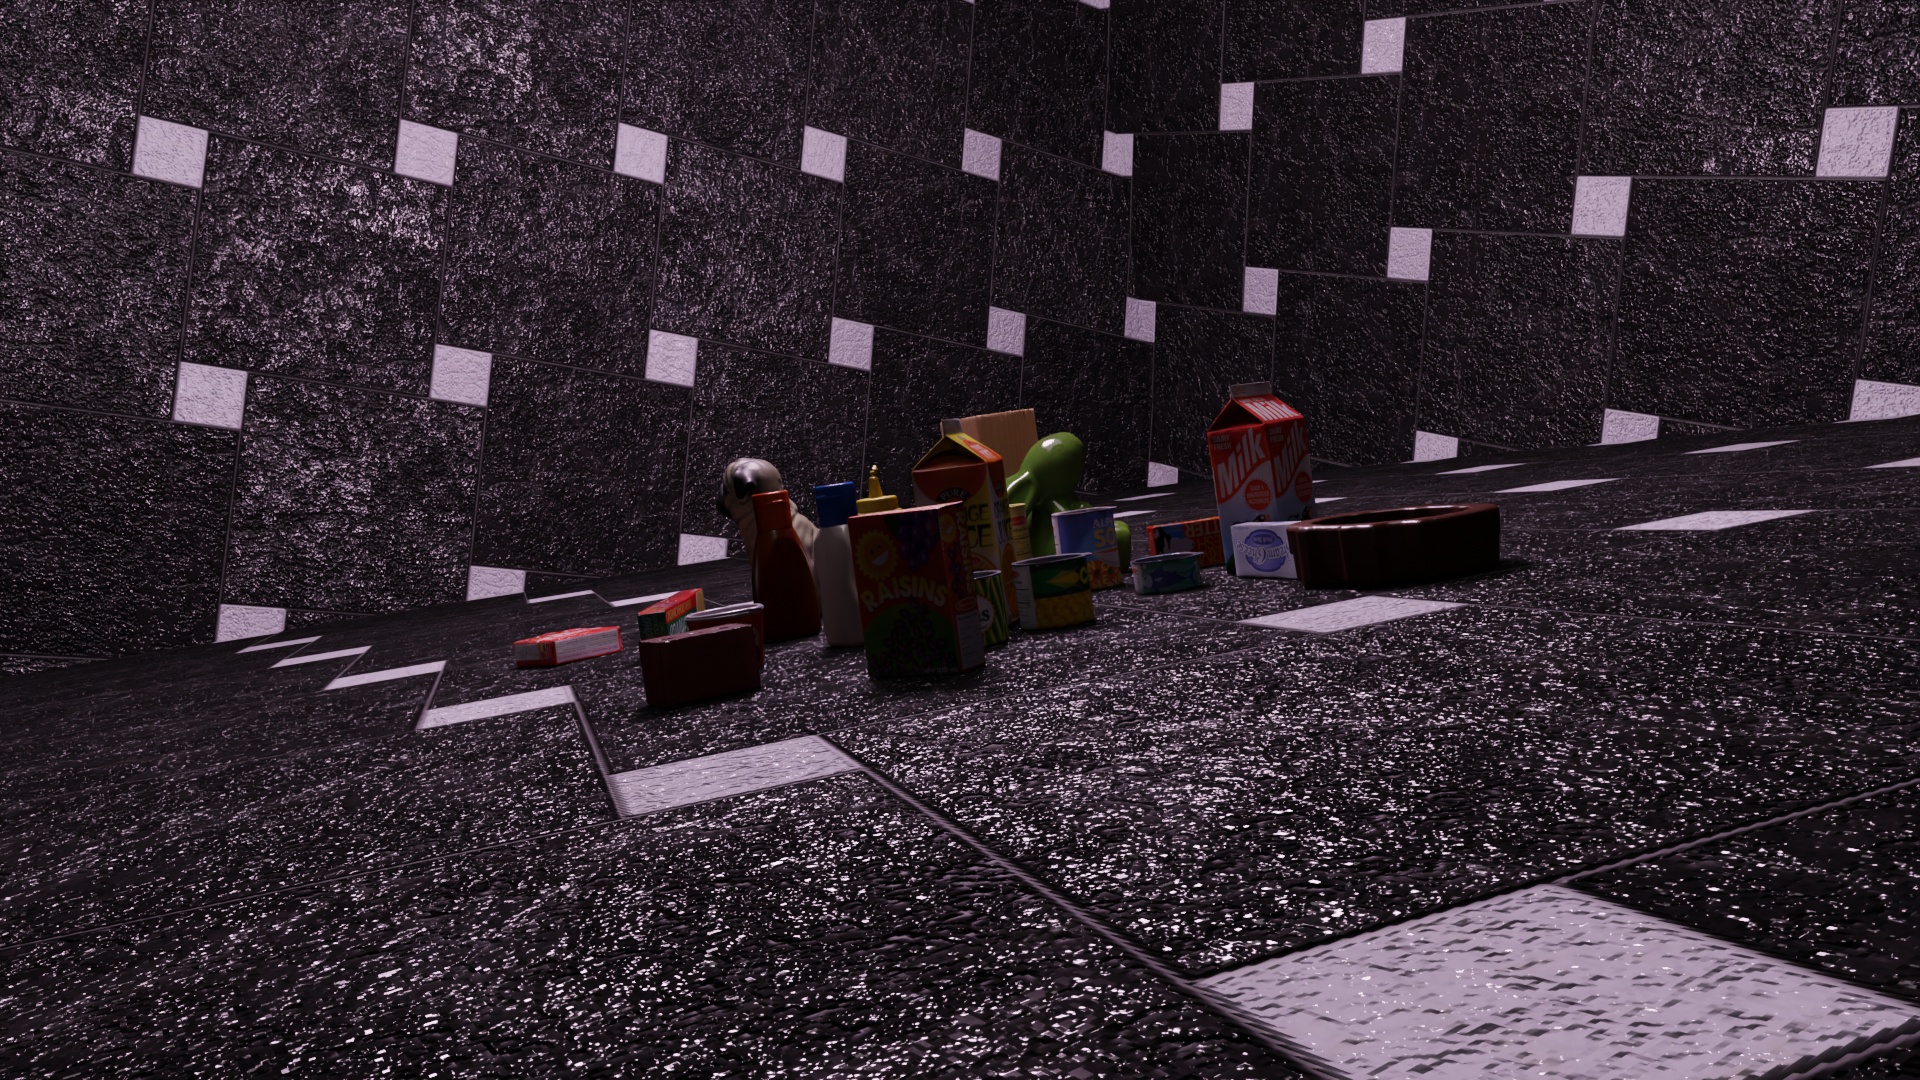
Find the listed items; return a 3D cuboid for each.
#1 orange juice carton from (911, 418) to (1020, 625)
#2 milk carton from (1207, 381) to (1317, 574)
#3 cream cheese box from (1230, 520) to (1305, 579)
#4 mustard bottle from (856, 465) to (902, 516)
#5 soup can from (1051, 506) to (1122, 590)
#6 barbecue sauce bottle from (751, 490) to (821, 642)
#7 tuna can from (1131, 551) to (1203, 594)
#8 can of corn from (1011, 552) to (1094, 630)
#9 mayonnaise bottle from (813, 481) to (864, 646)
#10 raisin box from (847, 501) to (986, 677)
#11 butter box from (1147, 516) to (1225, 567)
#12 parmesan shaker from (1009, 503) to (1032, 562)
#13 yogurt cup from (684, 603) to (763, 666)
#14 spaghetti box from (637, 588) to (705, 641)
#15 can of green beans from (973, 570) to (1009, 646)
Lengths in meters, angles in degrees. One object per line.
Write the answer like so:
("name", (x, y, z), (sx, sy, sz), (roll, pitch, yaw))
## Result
("orange juice carton", (0.005, -0.016, 1.267), (0.073, 0.192, 0.072), (-7, 3, 14))
("milk carton", (0.306, -0.065, 1.407), (0.072, 0.190, 0.073), (-10, 4, -43))
("cream cheese box", (0.302, 0.009, 1.332), (0.024, 0.053, 0.103), (-9, 3, -25))
("mustard bottle", (-0.074, 0.009, 1.312), (0.065, 0.160, 0.049), (-8, 3, -4))
("soup can", (0.137, 0.009, 1.474), (0.071, 0.083, 0.071), (-8, 3, 1))
("barbecue sauce bottle", (-0.181, 0.025, 1.396), (0.065, 0.148, 0.043), (-9, 3, -27))
("tuna can", (0.205, 0.032, 1.359), (0.071, 0.033, 0.071), (-8, 3, 1))
("can of corn", (0.084, 0.044, 1.213), (0.071, 0.058, 0.071), (-8, 3, 1))
("mayonnaise bottle", (-0.104, 0.022, 1.270), (0.064, 0.148, 0.041), (-6, 4, 43))
("raisin box", (-0.032, 0.037, 1.035), (0.086, 0.123, 0.040), (-6, 3, 33))
("butter box", (0.260, 0.004, 1.534), (0.104, 0.053, 0.024), (-9, 3, -12))
("parmesan shaker", (0.036, 0.019, 1.368), (0.071, 0.103, 0.071), (-8, 3, 1))
("yogurt cup", (-0.202, 0.086, 1.208), (0.072, 0.054, 0.072), (-8, 3, 1))
("spaghetti box", (-0.304, 0.087, 1.479), (0.029, 0.050, 0.250), (-8, 3, -2))
("can of green beans", (0.005, 0.058, 1.158), (0.071, 0.057, 0.071), (-8, 3, 1))
